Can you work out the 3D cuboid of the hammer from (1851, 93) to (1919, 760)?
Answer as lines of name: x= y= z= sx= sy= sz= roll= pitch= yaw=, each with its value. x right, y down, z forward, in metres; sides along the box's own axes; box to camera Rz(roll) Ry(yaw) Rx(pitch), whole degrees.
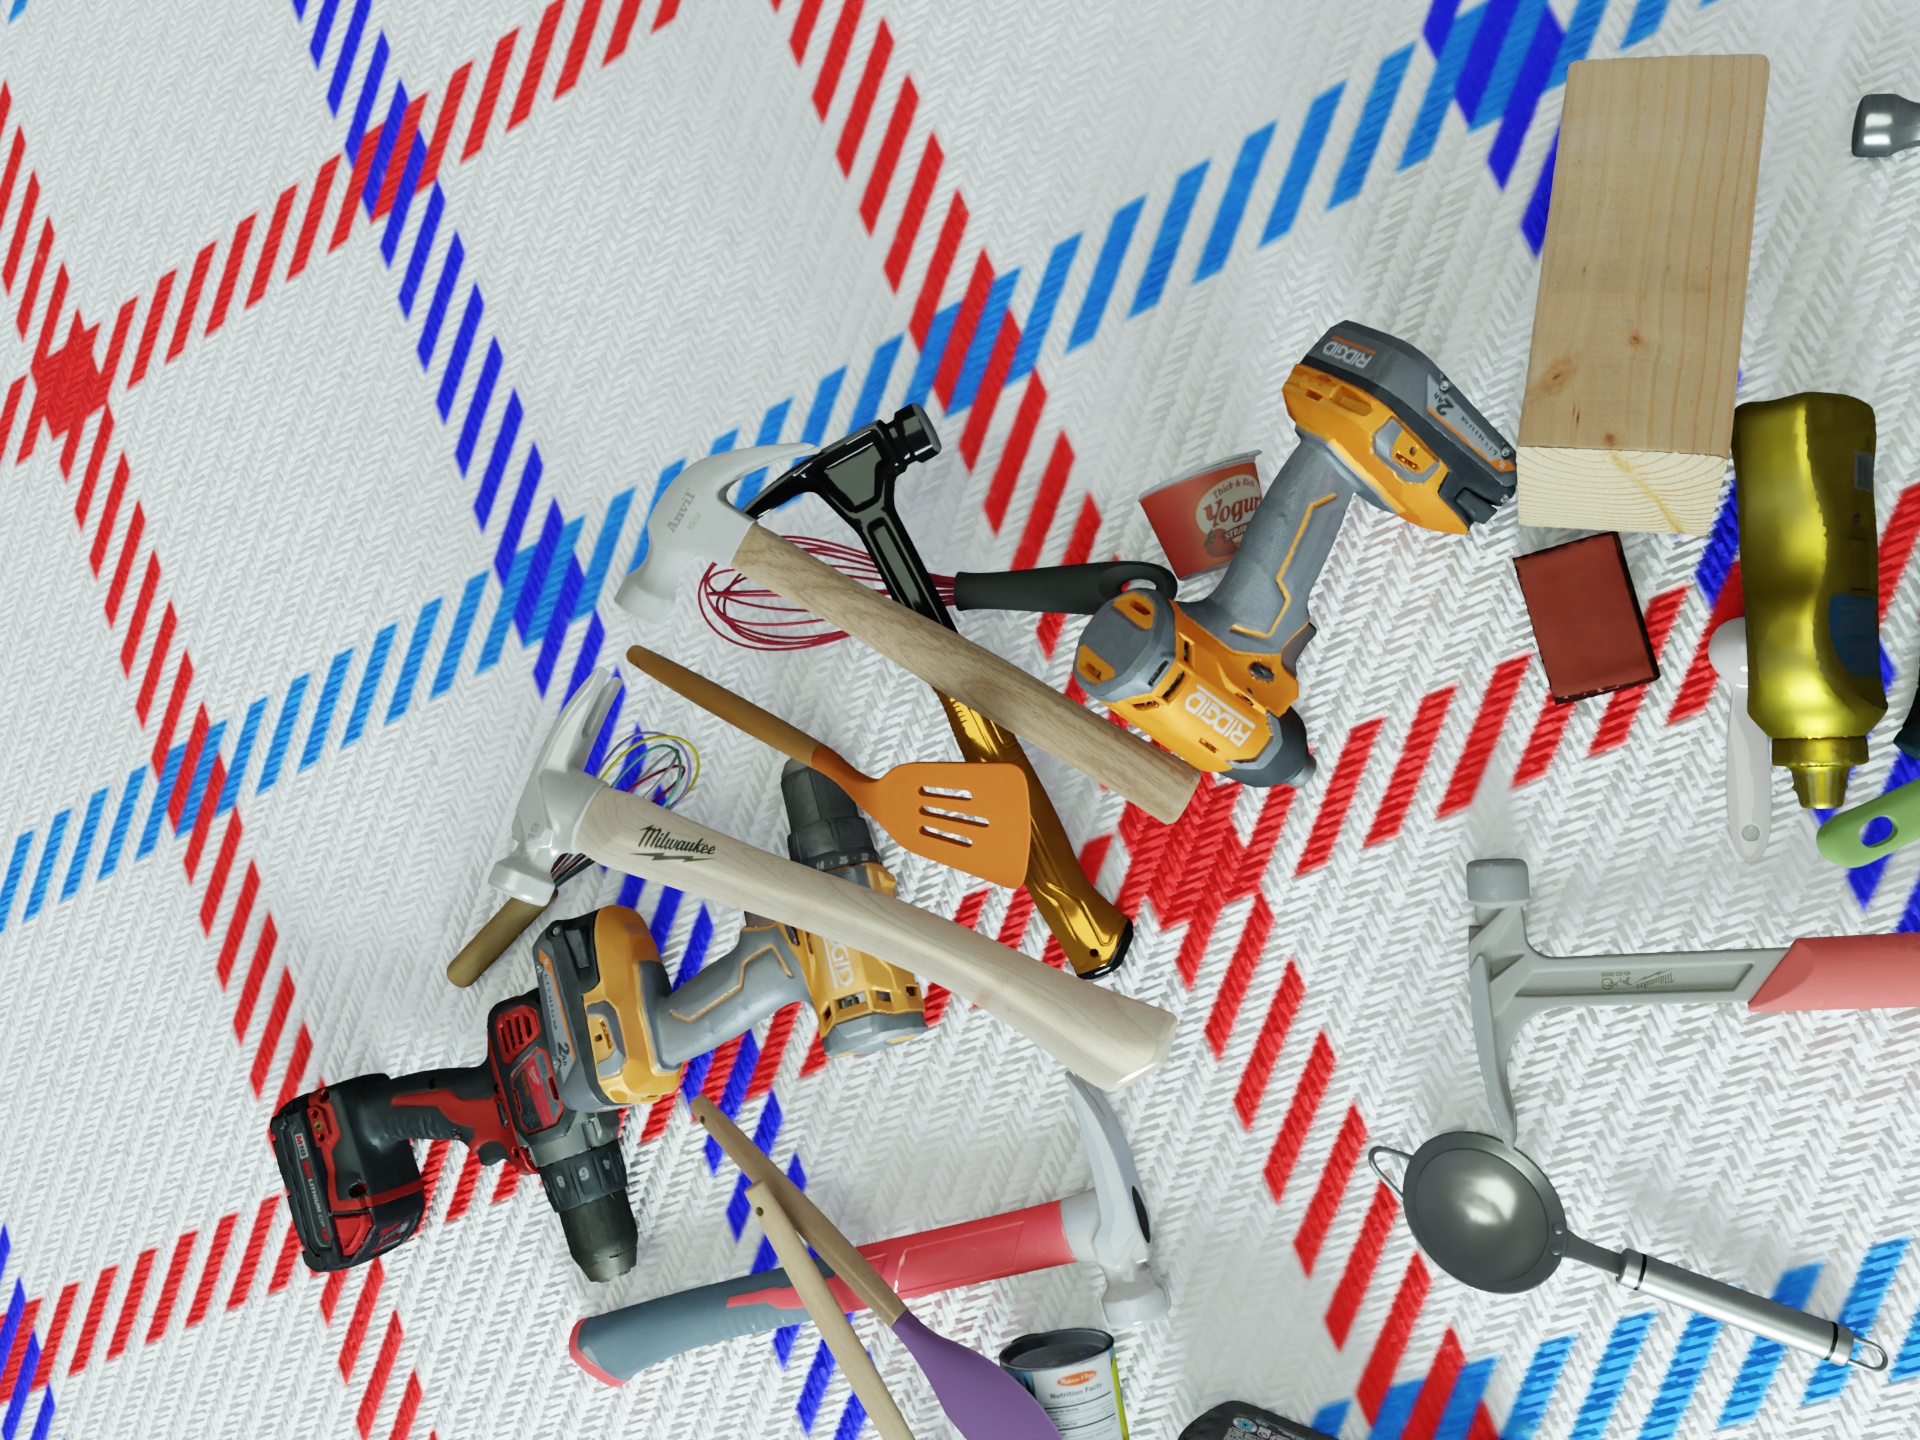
hammer: x=0.487 y=-0.138 z=0.762 sx=0.128 sy=0.033 sz=0.331 roll=5 pitch=90 yaw=22

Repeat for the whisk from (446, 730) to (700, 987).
whisk: x=-0.253 y=0.096 z=1.033 sx=0.245 sy=0.047 sz=0.051 roll=-44 pitch=62 yaw=18

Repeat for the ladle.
ladle: x=-0.044 y=0.409 z=0.904 sx=0.078 sy=0.062 sz=0.320 roll=-31 pitch=89 yaw=26

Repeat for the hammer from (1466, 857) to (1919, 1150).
hammer: x=0.432 y=0.130 z=0.763 sx=0.359 sy=0.036 sz=0.149 roll=-6 pitch=86 yaw=24

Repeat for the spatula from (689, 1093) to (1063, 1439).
spatula: x=-0.051 y=0.323 z=0.910 sx=0.316 sy=0.018 sz=0.059 roll=39 pitch=118 yaw=26

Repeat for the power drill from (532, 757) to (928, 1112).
power drill: x=-0.143 y=0.130 z=0.968 sx=0.226 sy=0.084 sz=0.185 roll=-19 pitch=74 yaw=15

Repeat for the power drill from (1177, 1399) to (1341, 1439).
power drill: x=0.166 y=0.498 z=0.841 sx=0.171 sy=0.080 sz=0.223 roll=15 pitch=97 yaw=21

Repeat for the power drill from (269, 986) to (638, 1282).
power drill: x=-0.318 y=0.290 z=1.032 sx=0.226 sy=0.080 sz=0.188 roll=-22 pitch=81 yaw=16

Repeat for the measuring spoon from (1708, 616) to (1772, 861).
measuring spoon: x=0.396 y=0.009 z=0.798 sx=0.034 sy=0.018 sz=0.124 roll=-2 pitch=88 yaw=21

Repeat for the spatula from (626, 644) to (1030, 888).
spatula: x=-0.091 y=0.010 z=0.931 sx=0.323 sy=0.041 sz=0.081 roll=26 pitch=130 yaw=38

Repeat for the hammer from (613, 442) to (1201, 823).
hammer: x=-0.019 y=-0.042 z=0.868 sx=0.331 sy=0.031 sz=0.130 roll=29 pitch=98 yaw=3

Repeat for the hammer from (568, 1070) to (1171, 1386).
hammer: x=-0.074 y=0.322 z=0.956 sx=0.386 sy=0.038 sz=0.143 roll=-19 pitch=80 yaw=19

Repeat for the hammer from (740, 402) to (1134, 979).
hammer: x=-0.001 y=-0.003 z=0.903 sx=0.127 sy=0.034 sz=0.337 roll=-27 pitch=92 yaw=9

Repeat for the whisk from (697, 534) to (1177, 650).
whisk: x=-0.020 y=-0.077 z=0.942 sx=0.296 sy=0.073 sz=0.073 roll=0 pitch=88 yaw=15

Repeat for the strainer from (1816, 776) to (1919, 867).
strainer: x=0.494 y=0.000 z=0.715 sx=0.256 sy=0.069 sz=0.151 roll=-27 pitch=90 yaw=2

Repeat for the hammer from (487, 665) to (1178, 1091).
hammer: x=-0.071 y=0.097 z=0.899 sx=0.411 sy=0.038 sz=0.146 roll=19 pitch=81 yaw=18

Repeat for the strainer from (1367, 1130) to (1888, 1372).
strainer: x=0.329 y=0.276 z=0.804 sx=0.258 sy=0.050 sz=0.087 roll=17 pitch=51 yaw=15

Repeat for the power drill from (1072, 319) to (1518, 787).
power drill: x=0.182 y=-0.071 z=0.826 sx=0.226 sy=0.164 sz=0.084 roll=-53 pitch=34 yaw=7
